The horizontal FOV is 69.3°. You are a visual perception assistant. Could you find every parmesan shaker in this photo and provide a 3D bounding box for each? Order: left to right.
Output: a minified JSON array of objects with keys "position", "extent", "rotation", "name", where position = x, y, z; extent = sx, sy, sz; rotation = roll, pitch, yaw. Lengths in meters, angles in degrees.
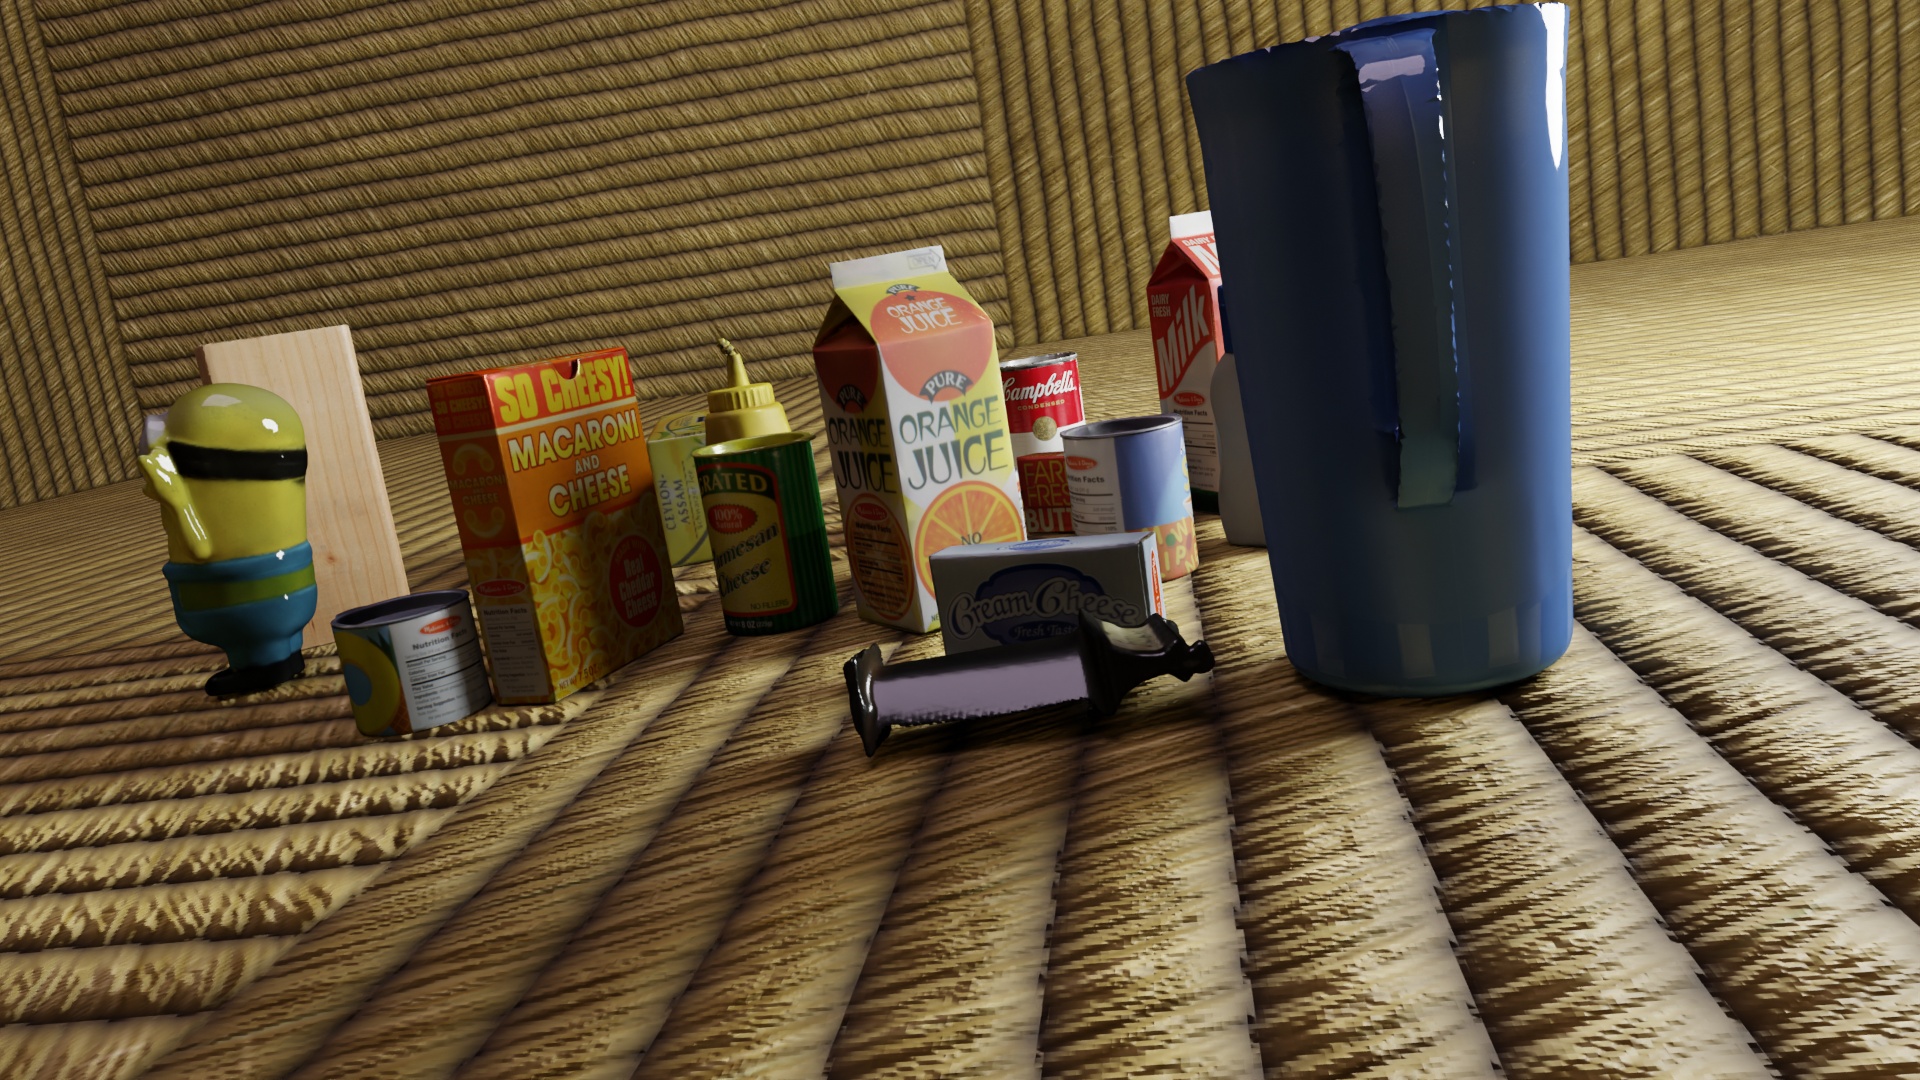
[{"position":[-0.106,-0.005,0.777],"extent":[0.071,0.103,0.071],"rotation":[-9,11,2],"name":"parmesan shaker"}]

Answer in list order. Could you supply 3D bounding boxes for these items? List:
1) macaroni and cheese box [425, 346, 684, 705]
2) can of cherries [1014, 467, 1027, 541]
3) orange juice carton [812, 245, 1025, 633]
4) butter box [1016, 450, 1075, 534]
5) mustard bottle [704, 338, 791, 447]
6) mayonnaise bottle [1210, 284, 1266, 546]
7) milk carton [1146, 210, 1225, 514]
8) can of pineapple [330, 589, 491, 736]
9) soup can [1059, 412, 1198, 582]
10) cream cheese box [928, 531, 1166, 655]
[{"position":[-0.207,-0.012,0.732],"extent":[0.040,0.166,0.124],"rotation":[-5,11,21],"name":"macaroni and cheese box"},{"position":[0.003,-0.010,0.836],"extent":[0.071,0.058,0.071],"rotation":[-9,11,2],"name":"can of cherries"},{"position":[-0.023,-0.055,0.731],"extent":[0.072,0.192,0.073],"rotation":[-16,12,-32],"name":"orange juice carton"},{"position":[0.086,-0.033,0.896],"extent":[0.103,0.053,0.024],"rotation":[-1,13,37],"name":"butter box"},{"position":[-0.124,-0.044,0.843],"extent":[0.049,0.160,0.065],"rotation":[-18,14,-39],"name":"mustard bottle"},{"position":[0.171,-0.072,0.779],"extent":[0.064,0.147,0.041],"rotation":[0,14,40],"name":"mayonnaise bottle"},{"position":[0.175,-0.118,0.898],"extent":[0.072,0.190,0.073],"rotation":[-14,11,-24],"name":"milk carton"},{"position":[-0.277,0.060,0.700],"extent":[0.071,0.057,0.071],"rotation":[-9,11,2],"name":"can of pineapple"},{"position":[0.095,-0.023,0.760],"extent":[0.071,0.083,0.071],"rotation":[-9,11,2],"name":"soup can"},{"position":[0.039,0.027,0.631],"extent":[0.104,0.053,0.024],"rotation":[-4,12,24],"name":"cream cheese box"}]
